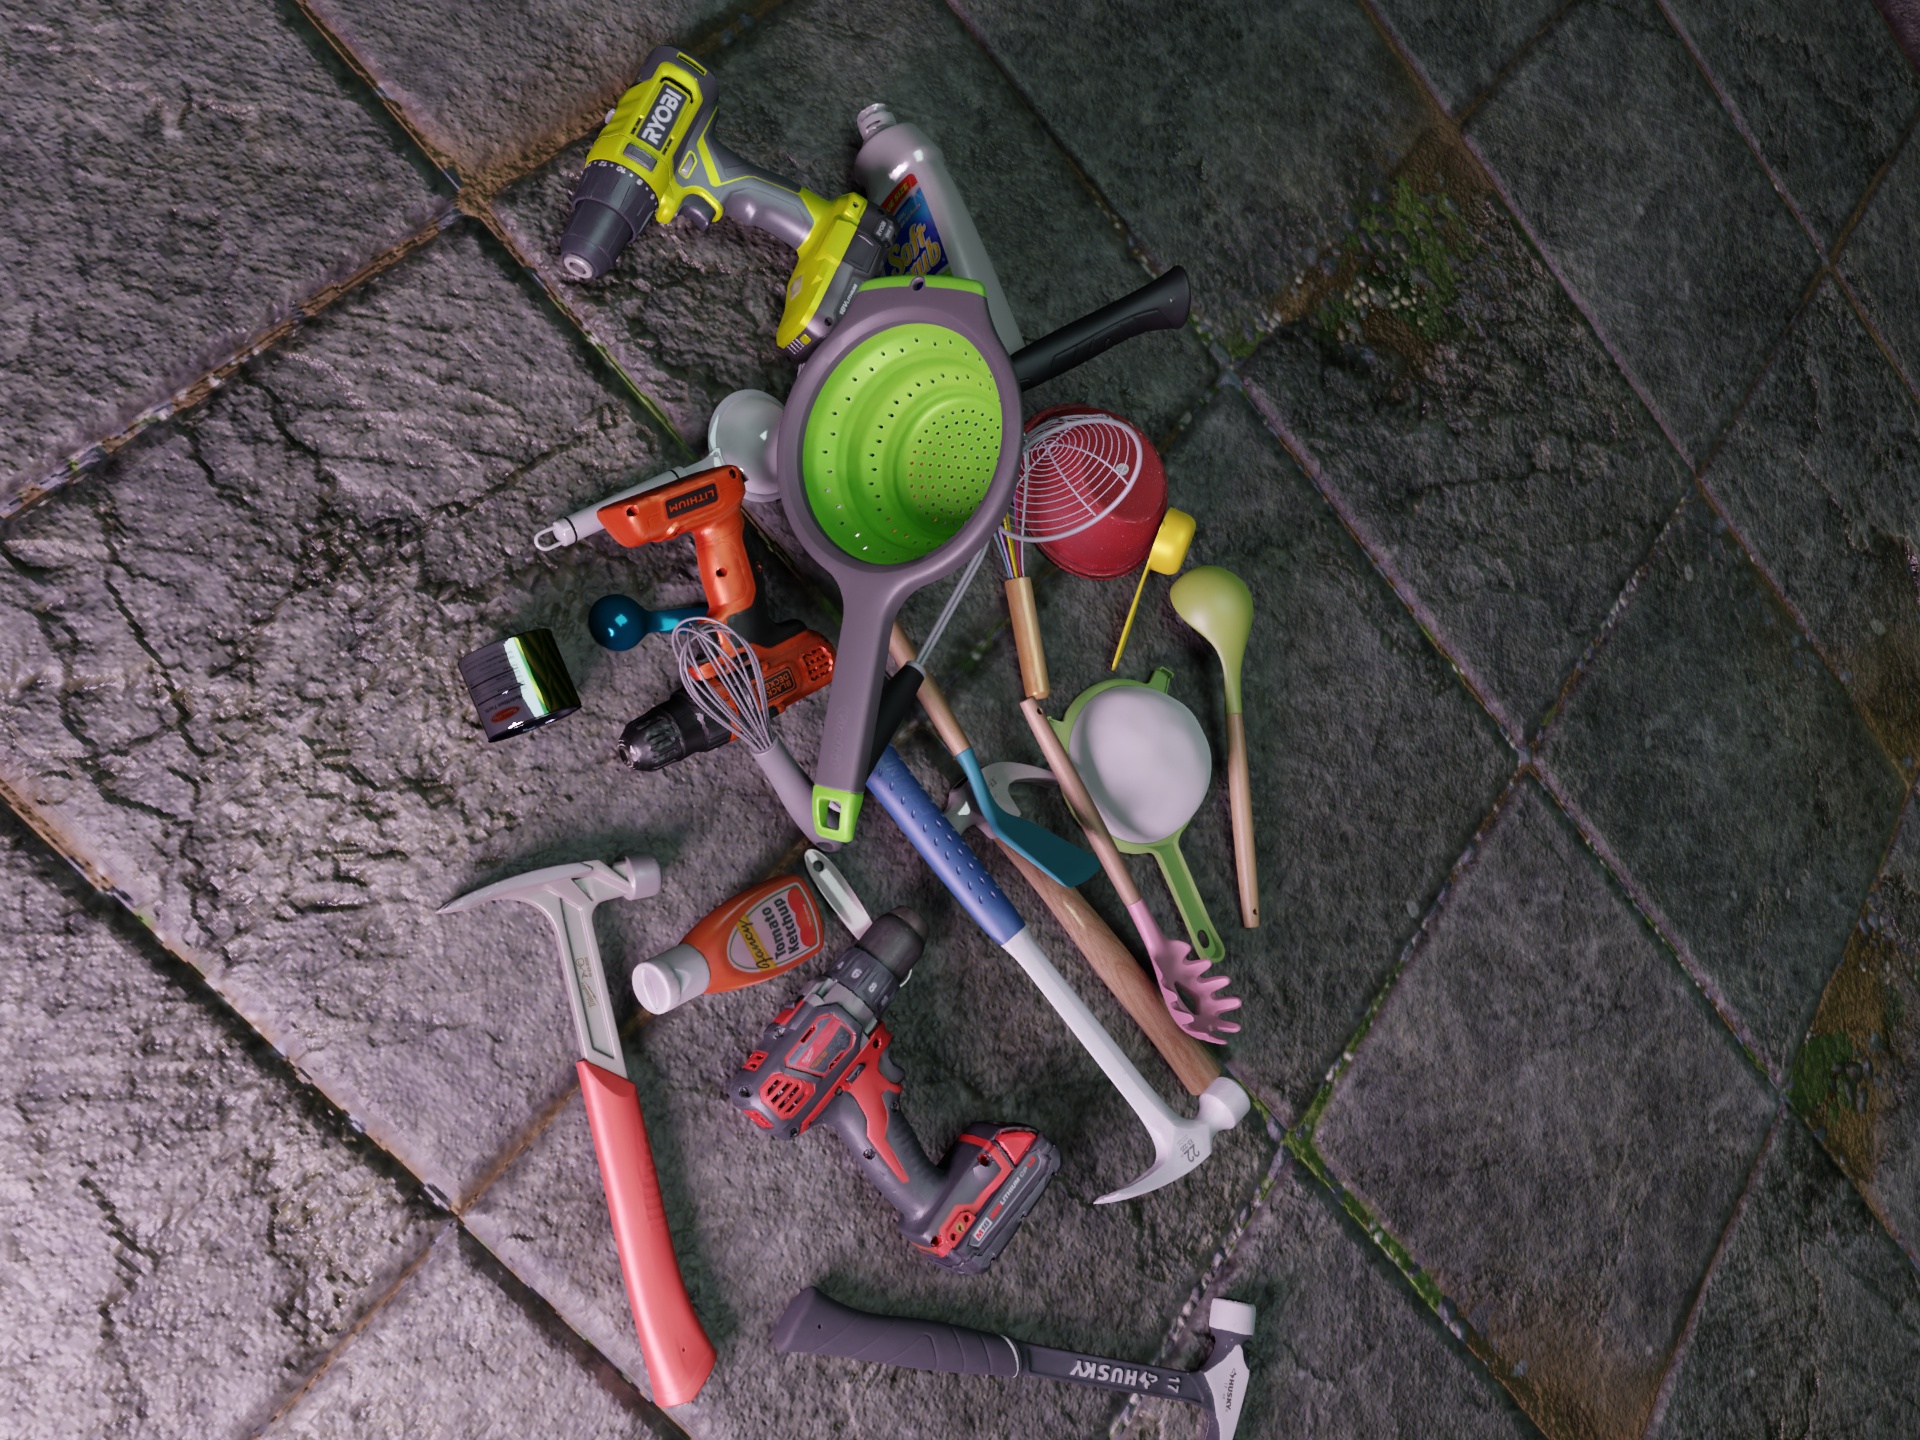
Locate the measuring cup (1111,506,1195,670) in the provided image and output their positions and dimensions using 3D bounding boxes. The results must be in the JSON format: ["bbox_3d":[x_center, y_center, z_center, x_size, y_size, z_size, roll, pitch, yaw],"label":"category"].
[{"bbox_3d":[0.168,-0.110,1.376,0.029,0.062,0.156,19,77,8],"label":"measuring cup"}]

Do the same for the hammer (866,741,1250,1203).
[{"bbox_3d":[0.043,0.171,1.177,0.144,0.035,0.405,-35,84,-34],"label":"hammer"}]

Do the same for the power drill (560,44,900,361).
[{"bbox_3d":[-0.178,-0.376,1.214,0.228,0.080,0.191,29,71,-20],"label":"power drill"}]

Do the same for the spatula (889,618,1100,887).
[{"bbox_3d":[-0.002,-0.004,1.227,0.317,0.044,0.082,58,25,6],"label":"spatula"}]

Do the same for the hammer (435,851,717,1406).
[{"bbox_3d":[-0.235,0.273,1.053,0.149,0.037,0.359,-11,84,-32],"label":"hammer"}]

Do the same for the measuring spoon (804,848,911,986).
[{"bbox_3d":[-0.080,0.148,1.191,0.034,0.018,0.124,-35,91,-21],"label":"measuring spoon"}]

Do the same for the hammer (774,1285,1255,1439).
[{"bbox_3d":[0.050,0.479,1.180,0.408,0.036,0.149,20,70,-26],"label":"hammer"}]

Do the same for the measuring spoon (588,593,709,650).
[{"bbox_3d":[-0.205,-0.075,1.158,0.128,0.021,0.042,-4,81,-31],"label":"measuring spoon"}]

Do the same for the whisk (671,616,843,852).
[{"bbox_3d":[-0.134,0.016,1.116,0.055,0.055,0.238,-56,138,-28],"label":"whisk"}]

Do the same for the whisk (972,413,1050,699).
[{"bbox_3d":[0.045,-0.138,1.317,0.051,0.047,0.245,-10,88,-20],"label":"whisk"}]

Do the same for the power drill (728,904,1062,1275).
[{"bbox_3d":[-0.033,0.265,1.148,0.226,0.080,0.188,45,67,-11],"label":"power drill"}]

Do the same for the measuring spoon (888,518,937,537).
[{"bbox_3d":[-0.064,-0.155,1.269,0.117,0.011,0.021,-7,83,-32],"label":"measuring spoon"}]

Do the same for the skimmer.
[{"bbox_3d":[0.019,-0.079,1.188,0.363,0.090,0.127,-61,153,-19],"label":"skimmer"}]

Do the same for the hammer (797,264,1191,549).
[{"bbox_3d":[0.030,-0.267,1.225,0.335,0.035,0.146,-28,106,-7],"label":"hammer"}]

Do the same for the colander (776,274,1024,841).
[{"bbox_3d":[-0.038,-0.110,1.138,0.094,0.205,0.397,8,92,-58],"label":"colander"}]

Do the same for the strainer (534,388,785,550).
[{"bbox_3d":[-0.200,-0.180,1.178,0.258,0.050,0.086,-31,107,-29],"label":"strainer"}]

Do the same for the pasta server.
[{"bbox_3d":[0.132,0.119,1.271,0.060,0.040,0.316,-32,96,-44],"label":"pasta server"}]

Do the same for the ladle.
[{"bbox_3d":[0.234,0.021,1.399,0.078,0.062,0.320,-3,87,-33],"label":"ladle"}]

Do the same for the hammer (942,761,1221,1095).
[{"bbox_3d":[0.107,0.171,1.286,0.130,0.031,0.331,-45,103,-30],"label":"hammer"}]

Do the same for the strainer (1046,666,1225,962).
[{"bbox_3d":[0.178,0.081,1.327,0.151,0.069,0.256,-23,89,-33],"label":"strainer"}]
